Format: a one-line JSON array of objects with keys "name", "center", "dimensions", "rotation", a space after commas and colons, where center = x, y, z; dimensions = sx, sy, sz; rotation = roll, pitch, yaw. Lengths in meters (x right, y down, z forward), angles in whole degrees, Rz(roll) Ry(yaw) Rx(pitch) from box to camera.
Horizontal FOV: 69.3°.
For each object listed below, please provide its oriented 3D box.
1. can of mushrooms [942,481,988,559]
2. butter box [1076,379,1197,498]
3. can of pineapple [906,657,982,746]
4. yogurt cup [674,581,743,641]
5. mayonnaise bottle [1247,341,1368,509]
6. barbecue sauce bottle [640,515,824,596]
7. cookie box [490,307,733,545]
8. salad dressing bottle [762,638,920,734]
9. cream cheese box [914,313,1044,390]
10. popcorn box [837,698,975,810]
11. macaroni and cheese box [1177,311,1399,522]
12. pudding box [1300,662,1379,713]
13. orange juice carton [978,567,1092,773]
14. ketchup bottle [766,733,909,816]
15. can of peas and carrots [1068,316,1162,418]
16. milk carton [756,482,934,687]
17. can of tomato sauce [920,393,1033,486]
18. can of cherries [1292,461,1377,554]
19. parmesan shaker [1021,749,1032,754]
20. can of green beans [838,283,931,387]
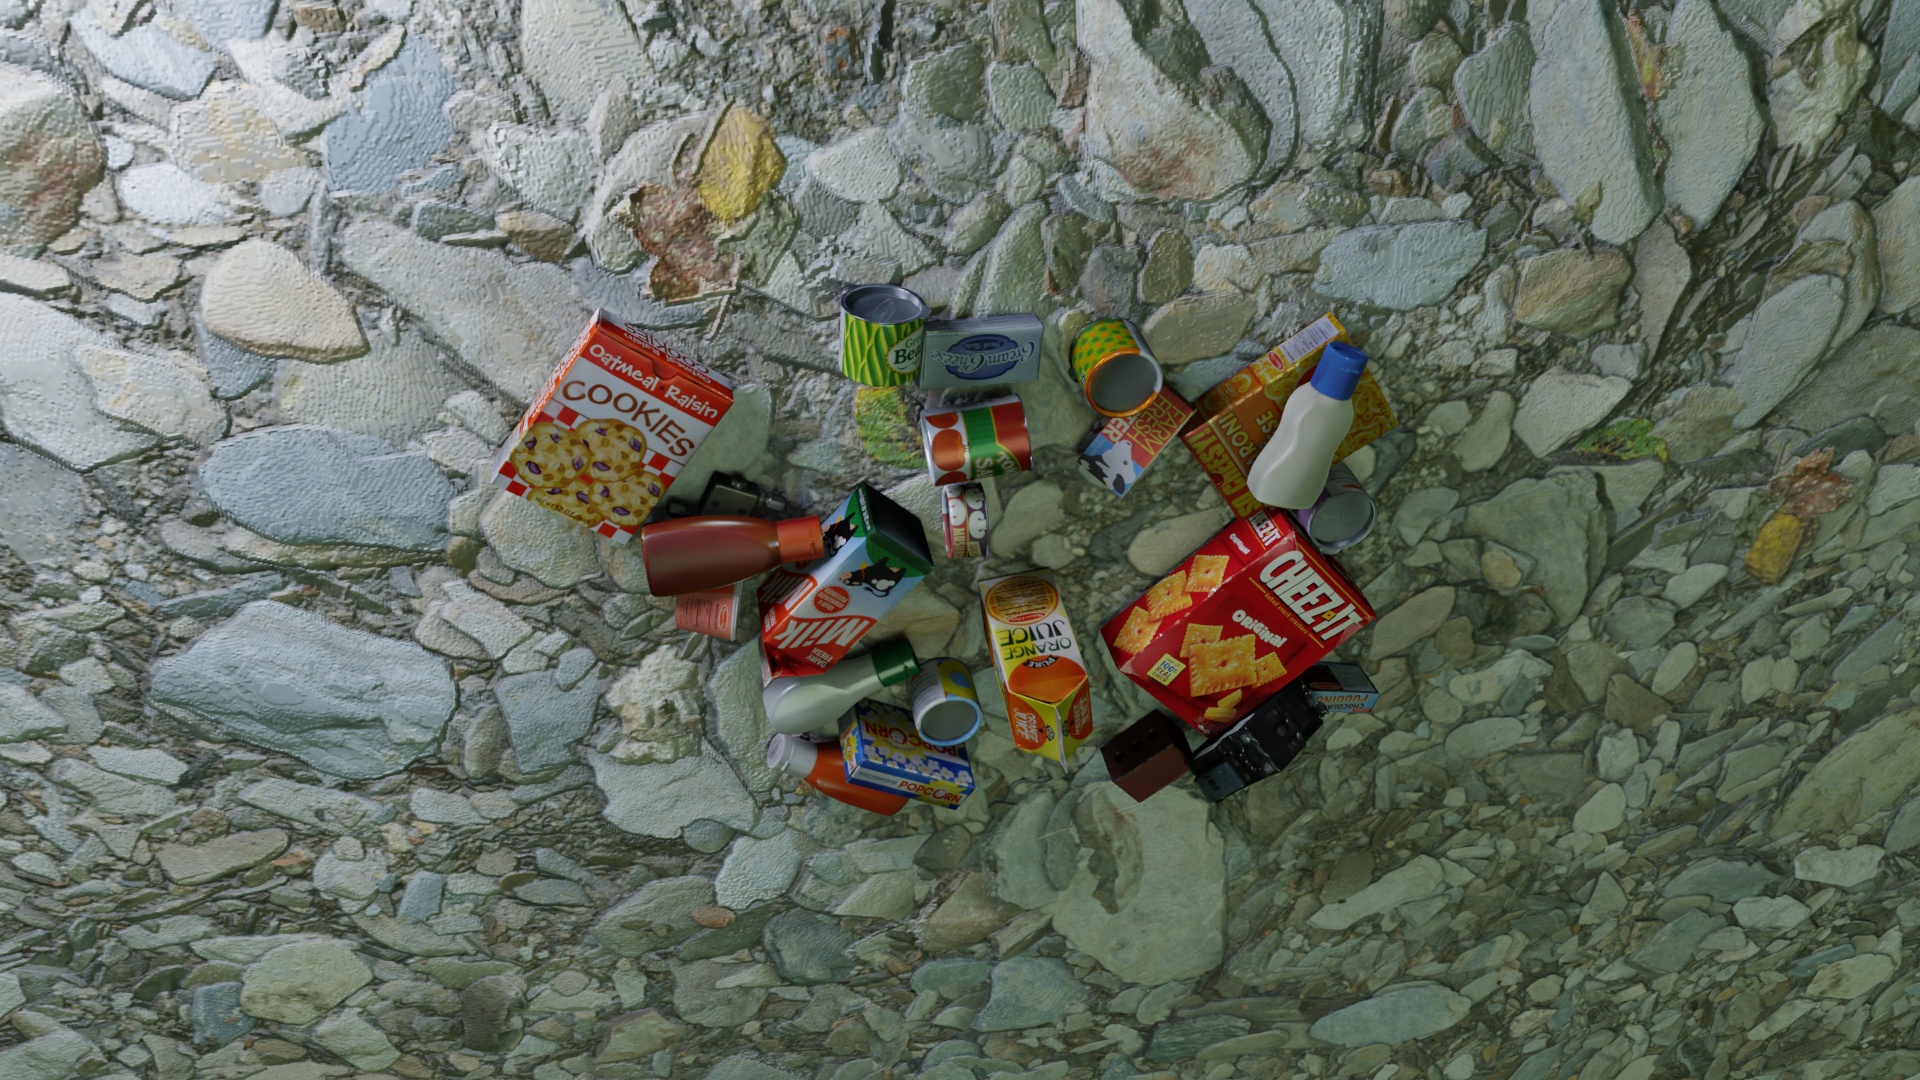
[{"name": "can of mushrooms", "center": [0.004, -0.015, 1.214], "dimensions": [0.033, 0.071, 0.070], "rotation": [-4, 127, -8]}, {"name": "butter box", "center": [0.153, -0.092, 1.206], "dimensions": [0.053, 0.024, 0.103], "rotation": [40, 114, 4]}, {"name": "can of pineapple", "center": [-0.014, 0.157, 1.347], "dimensions": [0.071, 0.058, 0.070], "rotation": [-7, 127, -9]}, {"name": "yogurt cup", "center": [-0.220, 0.052, 1.216], "dimensions": [0.054, 0.073, 0.072], "rotation": [6, 125, -7]}, {"name": "mayonnaise bottle", "center": [0.302, -0.098, 1.191], "dimensions": [0.065, 0.041, 0.147], "rotation": [8, 122, -20]}, {"name": "barbecue sauce bottle", "center": [-0.191, 0.007, 1.172], "dimensions": [0.149, 0.044, 0.064], "rotation": [-8, 116, -8]}, {"name": "cookie box", "center": [-0.278, -0.087, 1.111], "dimensions": [0.123, 0.040, 0.167], "rotation": [28, 115, -30]}, {"name": "salad dressing bottle", "center": [-0.112, 0.136, 1.318], "dimensions": [0.148, 0.044, 0.064], "rotation": [-22, 126, 2]}, {"name": "cream cheese box", "center": [0.015, -0.155, 1.135], "dimensions": [0.104, 0.024, 0.053], "rotation": [-6, 127, -16]}, {"name": "popcorn box", "center": [-0.054, 0.208, 1.358], "dimensions": [0.127, 0.085, 0.038], "rotation": [20, 121, -26]}, {"name": "macaroni and cheese box", "center": [0.287, -0.106, 1.233], "dimensions": [0.166, 0.040, 0.123], "rotation": [-34, 126, 12]}, {"name": "pudding box", "center": [0.386, 0.152, 1.445], "dimensions": [0.084, 0.050, 0.030], "rotation": [5, 123, -17]}, {"name": "orange juice carton", "center": [0.071, 0.116, 1.250], "dimensions": [0.073, 0.193, 0.071], "rotation": [-11, 129, -4]}, {"name": "ketchup bottle", "center": [-0.119, 0.230, 1.385], "dimensions": [0.149, 0.044, 0.064], "rotation": [22, 118, -27]}, {"name": "can of peas and carrots", "center": [0.127, -0.142, 1.155], "dimensions": [0.071, 0.059, 0.070], "rotation": [-6, 127, -8]}, {"name": "milk carton", "center": [-0.117, 0.048, 1.231], "dimensions": [0.073, 0.073, 0.190], "rotation": [34, 113, -32]}, {"name": "can of tomato sauce", "center": [0.013, -0.082, 1.166], "dimensions": [0.083, 0.071, 0.070], "rotation": [-10, 128, -5]}, {"name": "can of cherries", "center": [0.343, -0.032, 1.290], "dimensions": [0.071, 0.058, 0.071], "rotation": [-7, 128, -9]}, {"name": "parmesan shaker", "center": [0.078, 0.149, 1.334], "dimensions": [0.071, 0.103, 0.071], "rotation": [-7, 127, -9]}, {"name": "can of green beans", "center": [-0.062, -0.161, 1.091], "dimensions": [0.071, 0.071, 0.057], "rotation": [-2, 127, -12]}]
